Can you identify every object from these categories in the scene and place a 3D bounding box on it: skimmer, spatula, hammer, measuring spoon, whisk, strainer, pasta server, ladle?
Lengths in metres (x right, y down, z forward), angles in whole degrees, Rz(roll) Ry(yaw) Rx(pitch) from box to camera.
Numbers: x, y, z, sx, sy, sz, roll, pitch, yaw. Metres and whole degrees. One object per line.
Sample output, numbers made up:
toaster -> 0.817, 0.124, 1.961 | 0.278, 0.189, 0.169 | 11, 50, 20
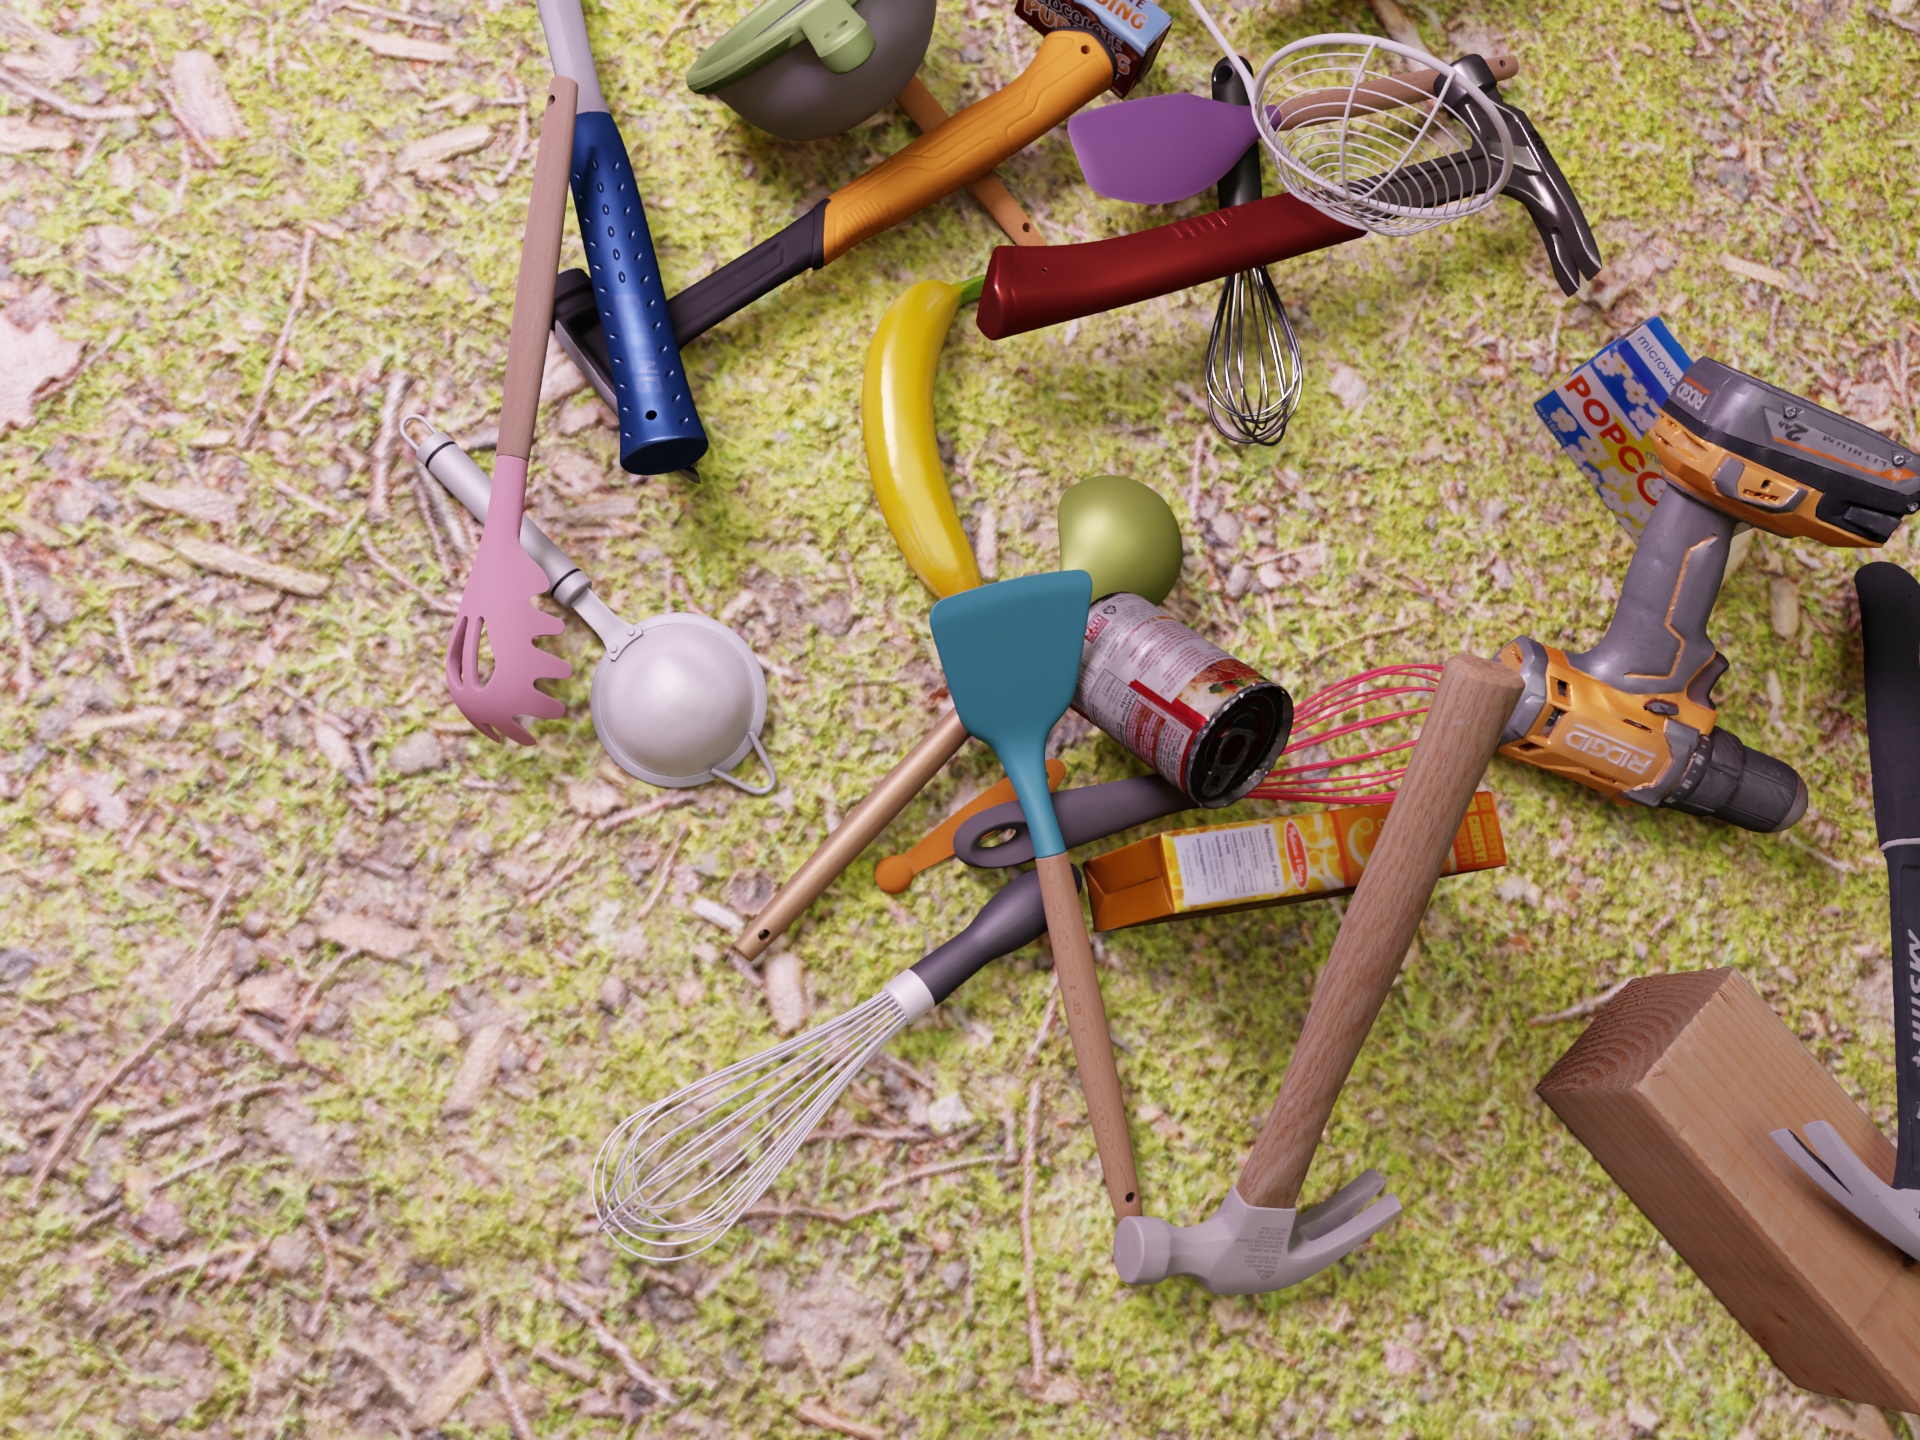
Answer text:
skimmer -> 0.160, -0.381, 0.836 | 0.090, 0.127, 0.364 | -32, 54, 15
spatula -> 0.051, 0.090, 0.758 | 0.082, 0.044, 0.317 | -14, 93, -19
hammer -> 0.179, 0.126, 0.721 | 0.130, 0.031, 0.331 | 9, 112, -20
measuring spoon -> 0.007, 0.052, 0.805 | 0.117, 0.011, 0.021 | -32, 86, -17
whisk -> 0.161, -0.269, 0.898 | 0.059, 0.058, 0.246 | 15, 68, -44
whisk -> -0.050, 0.150, 0.751 | 0.284, 0.070, 0.070 | -34, 86, -22
hammer -> 0.175, -0.256, 0.853 | 0.359, 0.036, 0.149 | -21, 79, -20
whisk -> 0.137, 0.028, 0.815 | 0.296, 0.073, 0.073 | -14, 81, -11
strainer -> -0.053, -0.318, 0.766 | 0.151, 0.257, 0.069 | -32, 120, 8
spatula -> 0.199, -0.345, 0.905 | 0.316, 0.018, 0.060 | -21, 90, -23
hammer -> 0.494, 0.080, 0.838 | 0.149, 0.036, 0.409 | 25, 58, -13
pasta server -> -0.202, -0.147, 0.749 | 0.060, 0.040, 0.316 | 3, 84, 26
ladle -> -0.001, -0.003, 0.806 | 0.320, 0.062, 0.078 | -47, 107, -10
hammer -> -0.049, -0.261, 0.833 | 0.337, 0.034, 0.127 | -37, 79, -12
strainer -> -0.186, -0.058, 0.777 | 0.087, 0.050, 0.258 | -45, 86, -3
spatula -> -0.060, -0.383, 0.886 | 0.081, 0.041, 0.322 | -40, 92, -17
hammer -> -0.186, -0.313, 0.806 | 0.144, 0.035, 0.406 | -14, 74, -7

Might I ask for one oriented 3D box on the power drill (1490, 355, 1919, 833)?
power drill -> 0.400, -0.051, 0.829 | 0.185, 0.084, 0.226 | 22, 114, -5
